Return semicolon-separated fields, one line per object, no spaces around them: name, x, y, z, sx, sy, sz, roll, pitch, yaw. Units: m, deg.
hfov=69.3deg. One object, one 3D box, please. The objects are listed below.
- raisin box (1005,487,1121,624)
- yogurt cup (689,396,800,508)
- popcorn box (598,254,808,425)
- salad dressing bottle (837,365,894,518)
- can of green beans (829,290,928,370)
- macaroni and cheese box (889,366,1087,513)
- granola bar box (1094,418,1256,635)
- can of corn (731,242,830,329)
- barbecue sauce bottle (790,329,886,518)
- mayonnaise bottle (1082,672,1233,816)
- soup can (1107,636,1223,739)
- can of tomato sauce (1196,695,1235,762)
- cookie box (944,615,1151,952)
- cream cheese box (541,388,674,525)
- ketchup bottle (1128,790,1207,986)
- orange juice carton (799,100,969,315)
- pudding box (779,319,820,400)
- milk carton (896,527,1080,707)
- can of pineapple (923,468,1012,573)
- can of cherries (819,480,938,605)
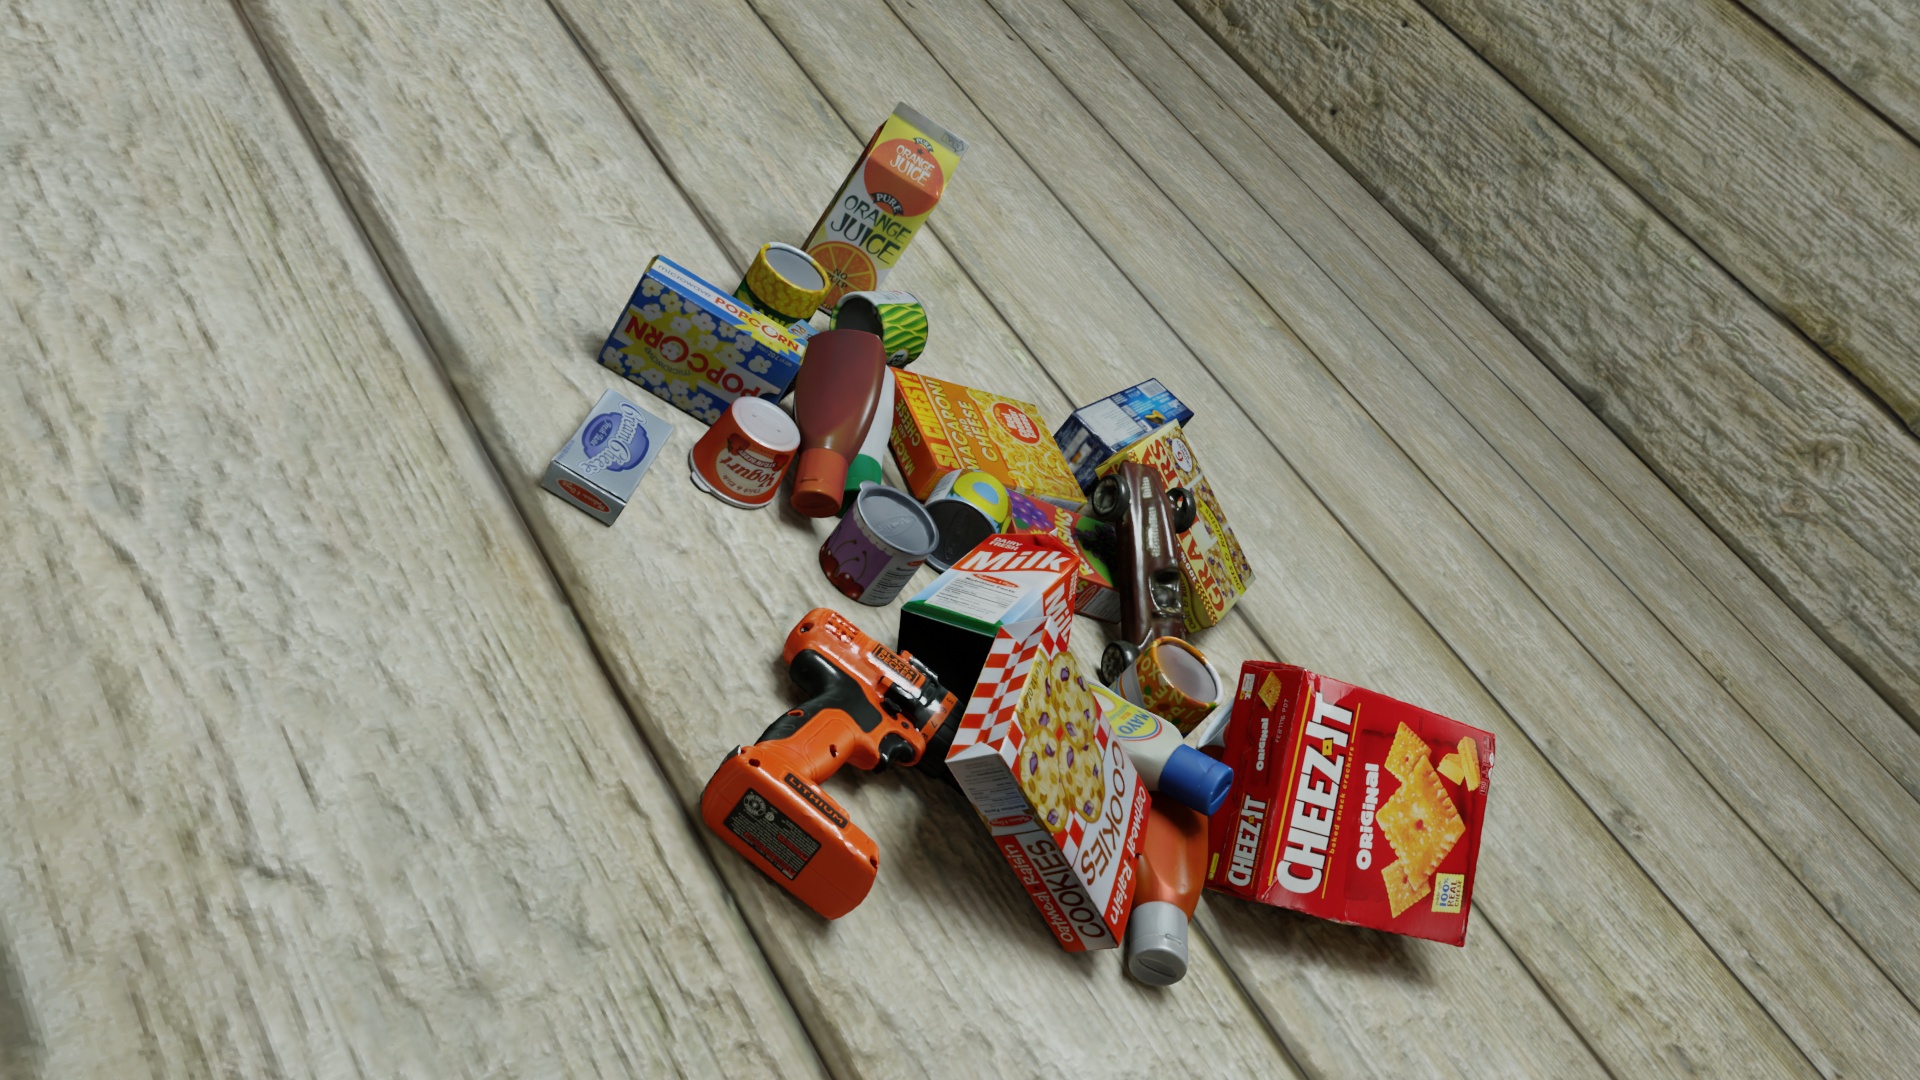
raisin box;0.080;0.013;1.133;0.123;0.040;0.086;19;38;-31
yogurt cup;-0.150;-0.065;0.982;0.072;0.053;0.073;27;33;-19
popcorn box;-0.186;-0.137;1.007;0.126;0.085;0.038;30;32;-14
salad dressing bottle;-0.078;-0.080;1.073;0.044;0.064;0.148;23;42;-24
can of green beans;-0.071;-0.183;1.202;0.071;0.071;0.058;51;34;18
macaroni and cheese box;0.015;-0.077;1.179;0.166;0.040;0.124;10;42;-39
granola bar box;0.190;-0.013;1.222;0.125;0.039;0.165;-33;97;-56
can of corn;-0.149;-0.204;1.156;0.071;0.058;0.071;26;33;-19
barbecue sauce bottle;-0.095;-0.087;1.022;0.065;0.043;0.149;-1;56;12
mayonnaise bottle;0.114;0.138;0.953;0.148;0.041;0.065;26;33;29
soup can;0.139;0.119;1.014;0.071;0.083;0.072;26;34;-19
can of tomato sauce;0.234;0.165;1.072;0.083;0.071;0.071;41;31;4
cookie box;0.061;0.149;0.851;0.167;0.040;0.123;60;32;-26
cream cheese box;-0.231;-0.057;0.917;0.053;0.024;0.104;32;32;-12
ketchup bottle;0.132;0.221;0.914;0.065;0.043;0.149;26;33;-8
orange juice carton;-0.073;-0.289;1.214;0.072;0.191;0.073;30;33;-16
pudding box;-0.141;-0.136;1.086;0.030;0.049;0.084;38;31;1
milk carton;0.030;0.053;0.976;0.073;0.072;0.191;15;26;21
can of pineapple;0.004;-0.013;1.062;0.071;0.070;0.058;36;31;-5
can of cherries;-0.059;0.002;0.986;0.071;0.058;0.072;26;34;-19
